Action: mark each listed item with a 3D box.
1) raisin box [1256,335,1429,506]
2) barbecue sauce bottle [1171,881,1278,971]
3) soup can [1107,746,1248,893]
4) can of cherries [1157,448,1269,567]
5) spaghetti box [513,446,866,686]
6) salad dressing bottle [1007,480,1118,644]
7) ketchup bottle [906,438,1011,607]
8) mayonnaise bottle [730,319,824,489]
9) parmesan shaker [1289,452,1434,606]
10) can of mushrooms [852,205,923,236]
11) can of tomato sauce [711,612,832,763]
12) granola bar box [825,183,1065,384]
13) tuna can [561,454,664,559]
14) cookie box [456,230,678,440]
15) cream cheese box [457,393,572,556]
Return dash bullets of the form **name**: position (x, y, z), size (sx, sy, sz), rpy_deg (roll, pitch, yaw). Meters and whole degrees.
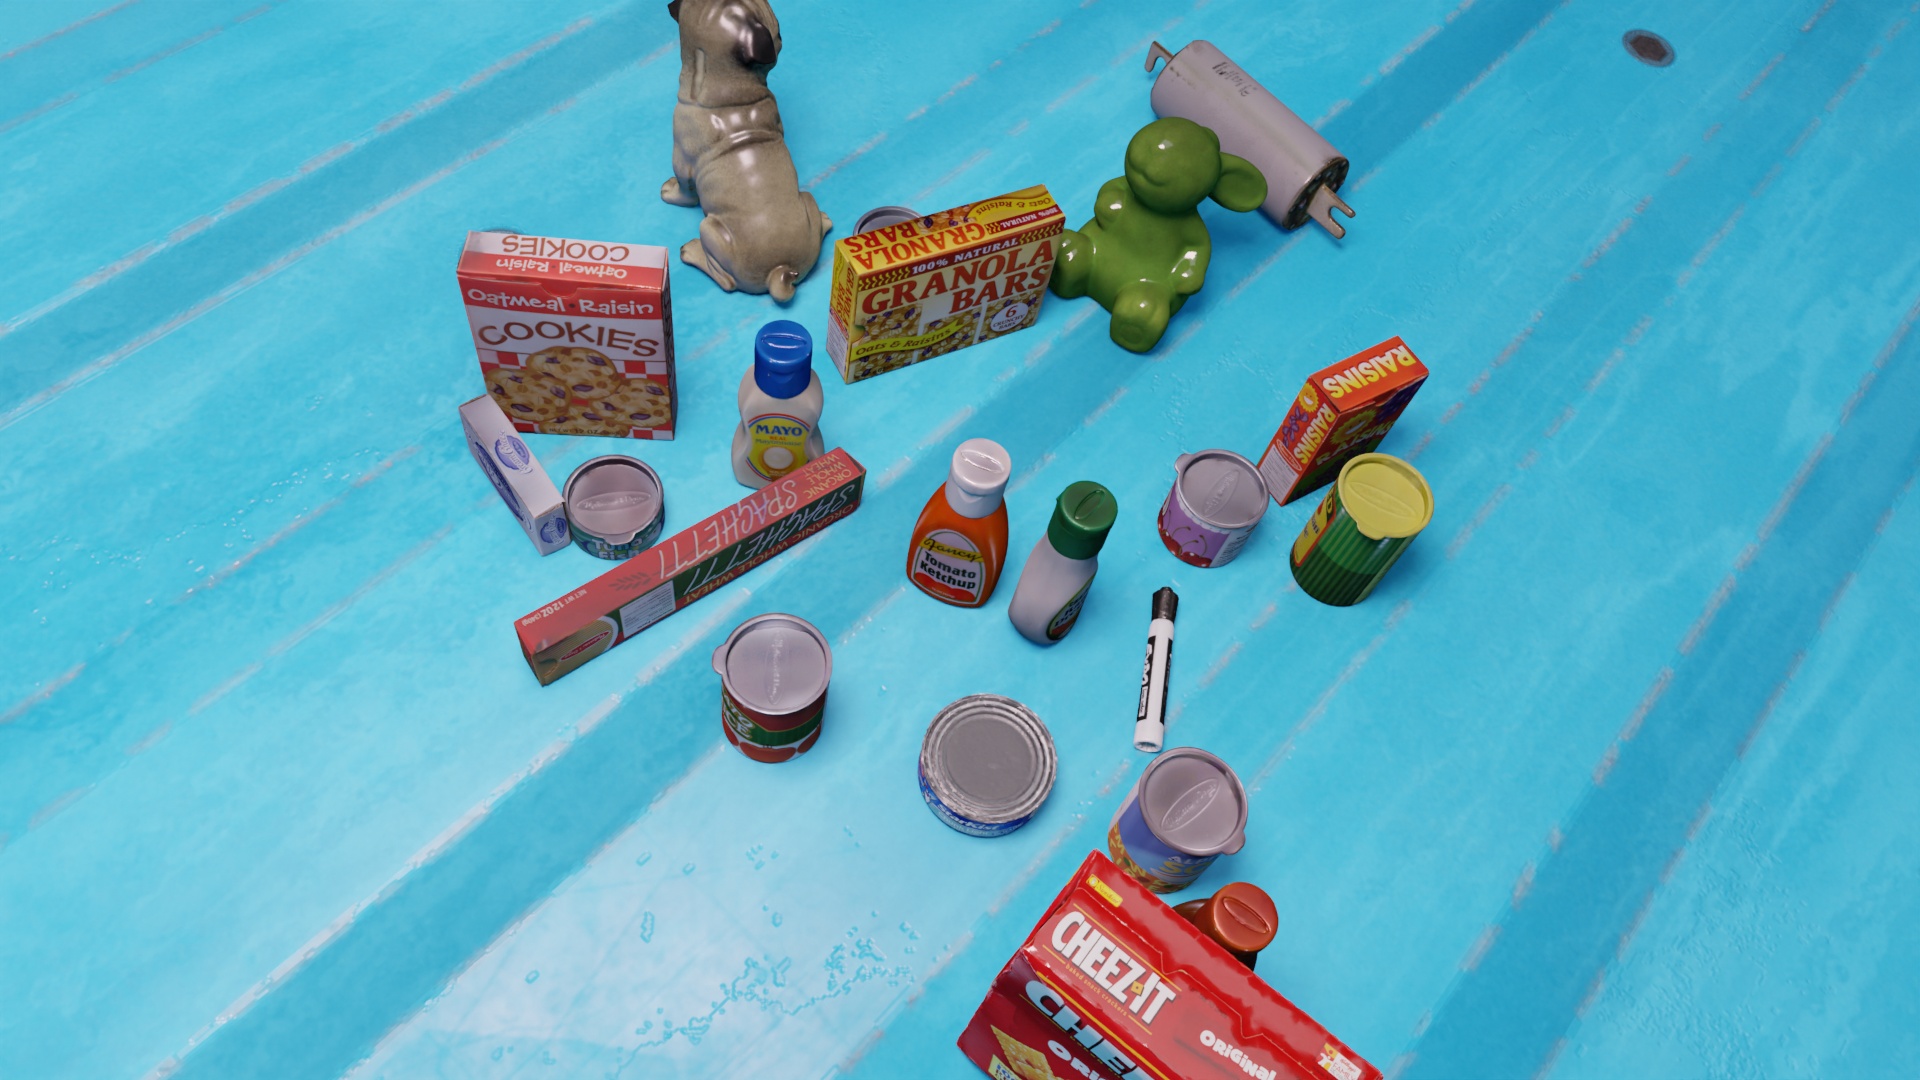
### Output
- **raisin box**: position (0.272, -0.084, 1.001), size (0.086, 0.122, 0.040), rpy_deg (-24, 66, -21)
- **barbecue sauce bottle**: position (0.137, 0.229, 0.777), size (0.065, 0.147, 0.044), rpy_deg (36, 61, 12)
- **soup can**: position (0.132, 0.174, 0.846), size (0.071, 0.083, 0.071), rpy_deg (4, 59, -7)
- **can of cherries**: position (0.177, -0.024, 0.987), size (0.071, 0.058, 0.072), rpy_deg (4, 59, -7)
- **spaghetti box**: position (-0.172, 0.014, 0.913), size (0.251, 0.050, 0.029), rpy_deg (-31, 69, -24)
- **salad dressing bottle**: position (0.066, 0.015, 0.894), size (0.044, 0.147, 0.064), rpy_deg (38, 61, 13)
- **ketchup bottle**: position (0.003, -0.011, 0.899), size (0.065, 0.148, 0.044), rpy_deg (22, 59, 4)
- **mayonnaise bottle**: position (-0.120, -0.087, 0.924), size (0.065, 0.147, 0.041), rpy_deg (4, 59, -7)
- **parmesan shaker**: position (0.275, -0.004, 0.965), size (0.071, 0.102, 0.071), rpy_deg (4, 59, -7)
- **can of mushrooms**: position (-0.050, -0.224, 1.085), size (0.071, 0.033, 0.071), rpy_deg (4, 59, -7)
- **can of tomato sauce**: position (-0.116, 0.093, 0.855), size (0.071, 0.082, 0.071), rpy_deg (4, 59, -7)
- **granola bar box**: position (-0.012, -0.186, 1.015), size (0.166, 0.123, 0.039), rpy_deg (-20, 65, -20)
- **tuna can**: position (-0.232, -0.020, 0.933), size (0.071, 0.032, 0.071), rpy_deg (4, 59, -7)
- **cookie box**: position (-0.253, -0.129, 0.917), size (0.123, 0.166, 0.040), rpy_deg (3, 59, -7)
- **cream cheese box**: position (-0.296, -0.043, 0.925), size (0.024, 0.053, 0.104), rpy_deg (-31, 68, -24)
